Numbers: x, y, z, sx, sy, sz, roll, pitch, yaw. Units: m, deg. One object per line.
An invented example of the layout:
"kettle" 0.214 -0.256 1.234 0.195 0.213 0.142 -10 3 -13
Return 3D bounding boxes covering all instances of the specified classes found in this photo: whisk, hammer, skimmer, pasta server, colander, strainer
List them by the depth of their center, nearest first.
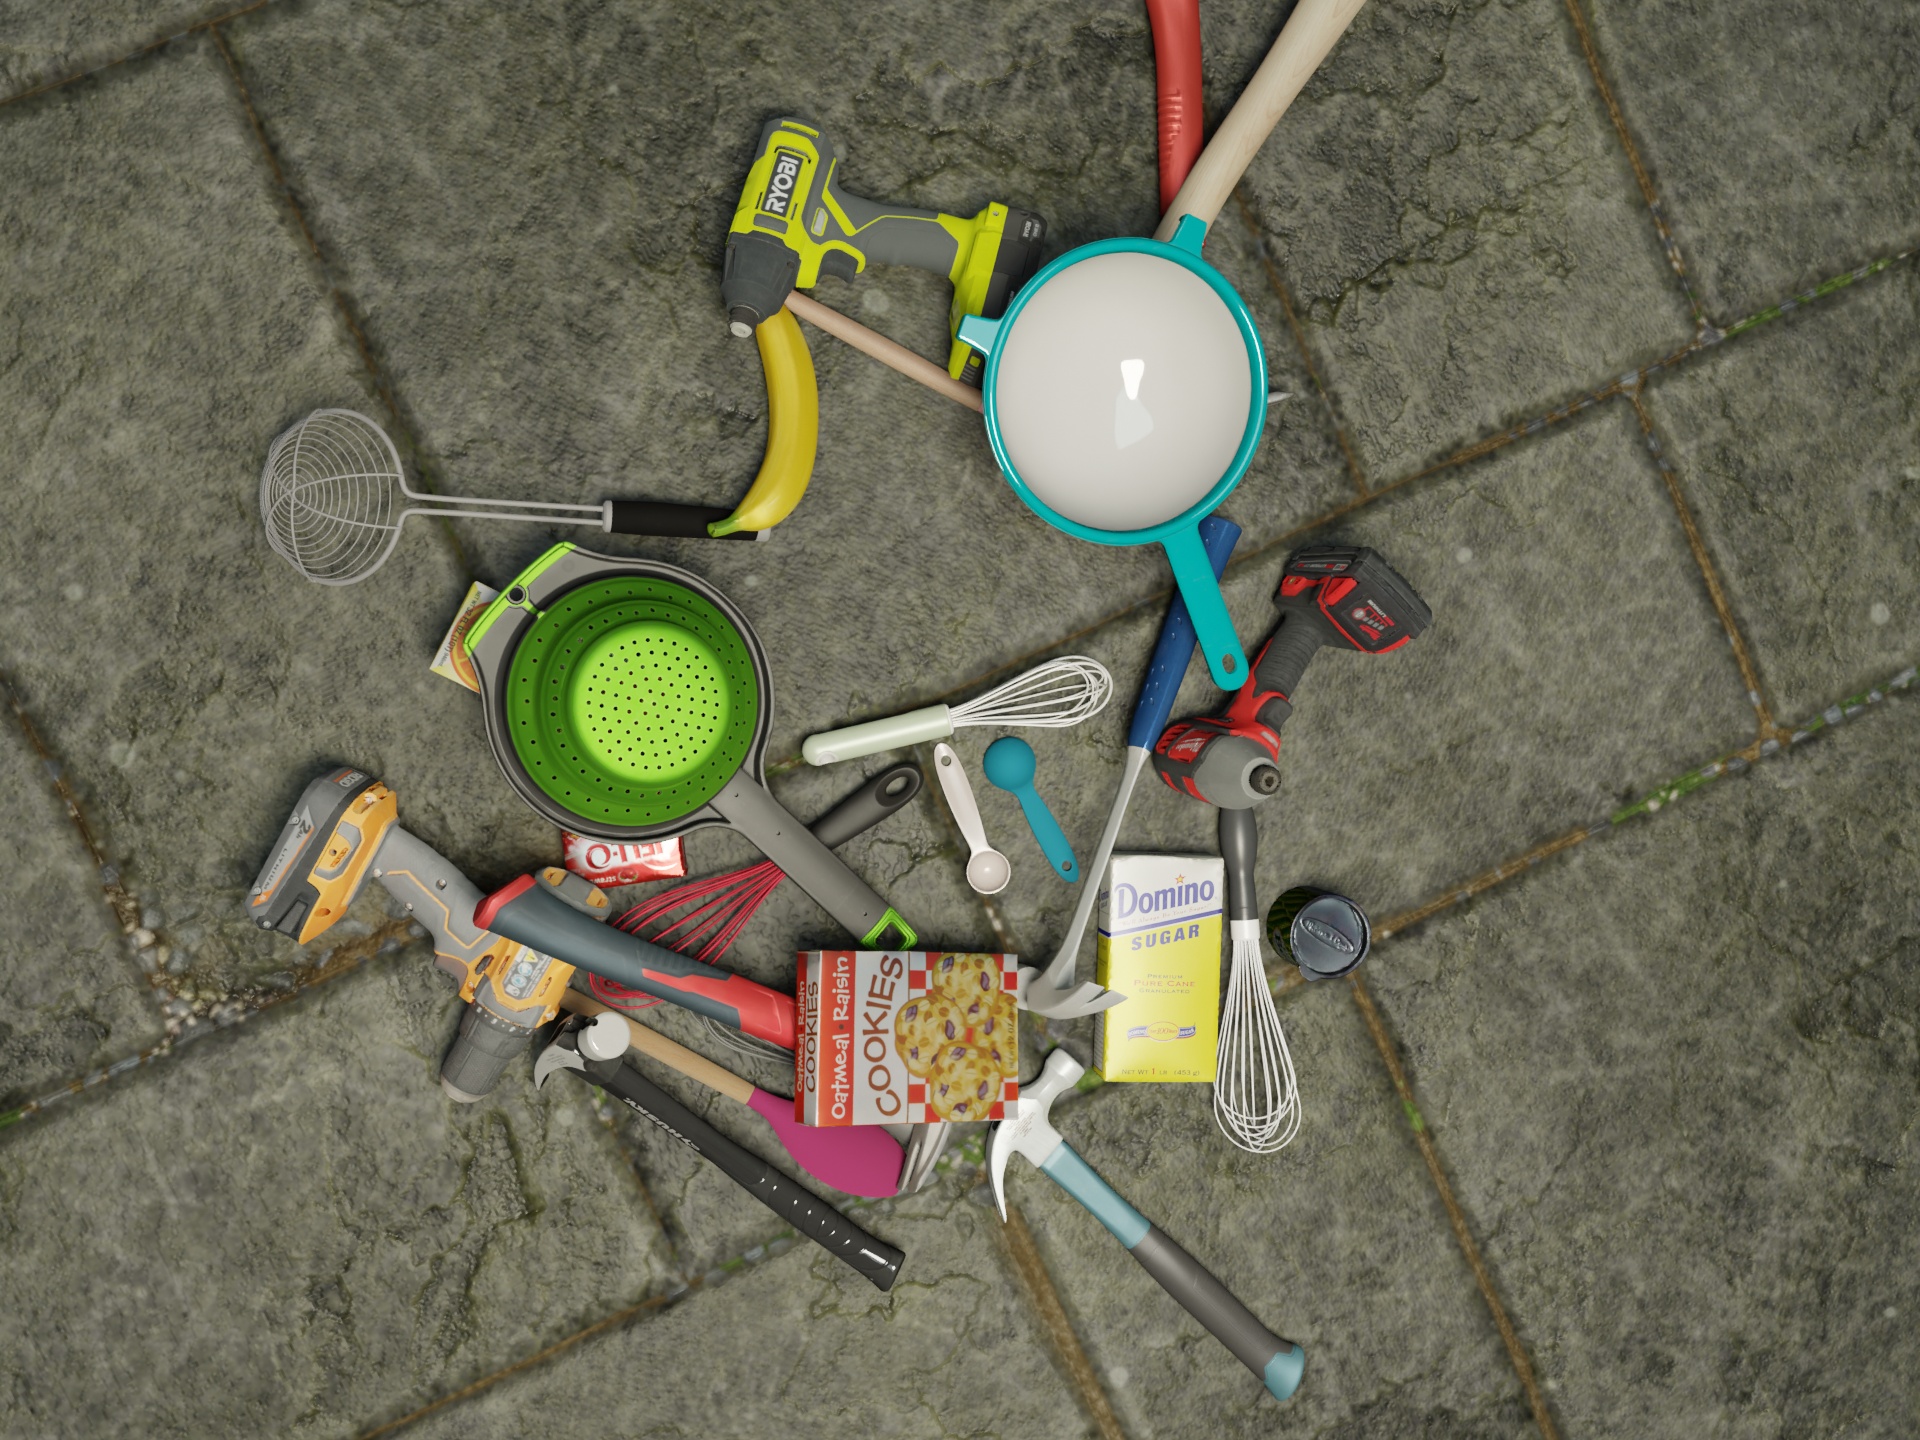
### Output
"colander" -0.163 0.043 1.114 0.396 0.094 0.204 45 77 -16
"hammer" -0.167 0.215 1.138 0.386 0.038 0.143 26 68 -23
"strainer" 0.132 -0.181 1.168 0.211 0.095 0.340 -27 109 -8
"hammer" -0.171 0.327 1.182 0.334 0.146 0.035 41 54 -18
"skimmer" -0.328 -0.157 1.184 0.363 0.090 0.127 2 95 -18
"whisk" -0.150 0.119 1.201 0.296 0.073 0.073 -34 95 -12
"hammer" 0.136 0.033 1.208 0.035 0.144 0.405 25 79 -20
"whisk" -0.106 0.266 1.215 0.239 0.055 0.055 36 86 -11
"hammer" 0.209 -0.455 1.215 0.146 0.038 0.410 32 87 -6
"pasta server" -0.005 -0.261 1.223 0.316 0.040 0.060 27 67 -6
"whisk" -0.002 -0.004 1.228 0.246 0.057 0.059 -13 58 -5
"hammer" 0.183 -0.421 1.248 0.149 0.037 0.359 -2 91 -8
"whisk" 0.228 0.197 1.255 0.070 0.070 0.284 -3 87 -8
"hammer" 0.151 0.415 1.257 0.331 0.033 0.128 44 84 -6

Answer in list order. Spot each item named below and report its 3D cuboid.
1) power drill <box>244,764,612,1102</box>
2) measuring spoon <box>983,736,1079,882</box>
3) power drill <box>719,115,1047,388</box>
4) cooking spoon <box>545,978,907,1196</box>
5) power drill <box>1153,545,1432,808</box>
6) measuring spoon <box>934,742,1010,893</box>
"power drill" -0.391 0.158 1.148 0.226 0.084 0.185 30 98 -8
"measuring spoon" 0.061 0.072 1.245 0.042 0.021 0.128 -30 95 -7
"power drill" -0.061 -0.337 1.182 0.223 0.080 0.171 16 72 -7
"cooking spoon" -0.182 0.272 1.204 0.319 0.069 0.017 28 130 -3
"power drill" 0.248 -0.026 1.209 0.078 0.143 0.220 41 83 -18
"measuring spoon" 0.005 0.076 1.244 0.034 0.018 0.124 -20 87 -5
